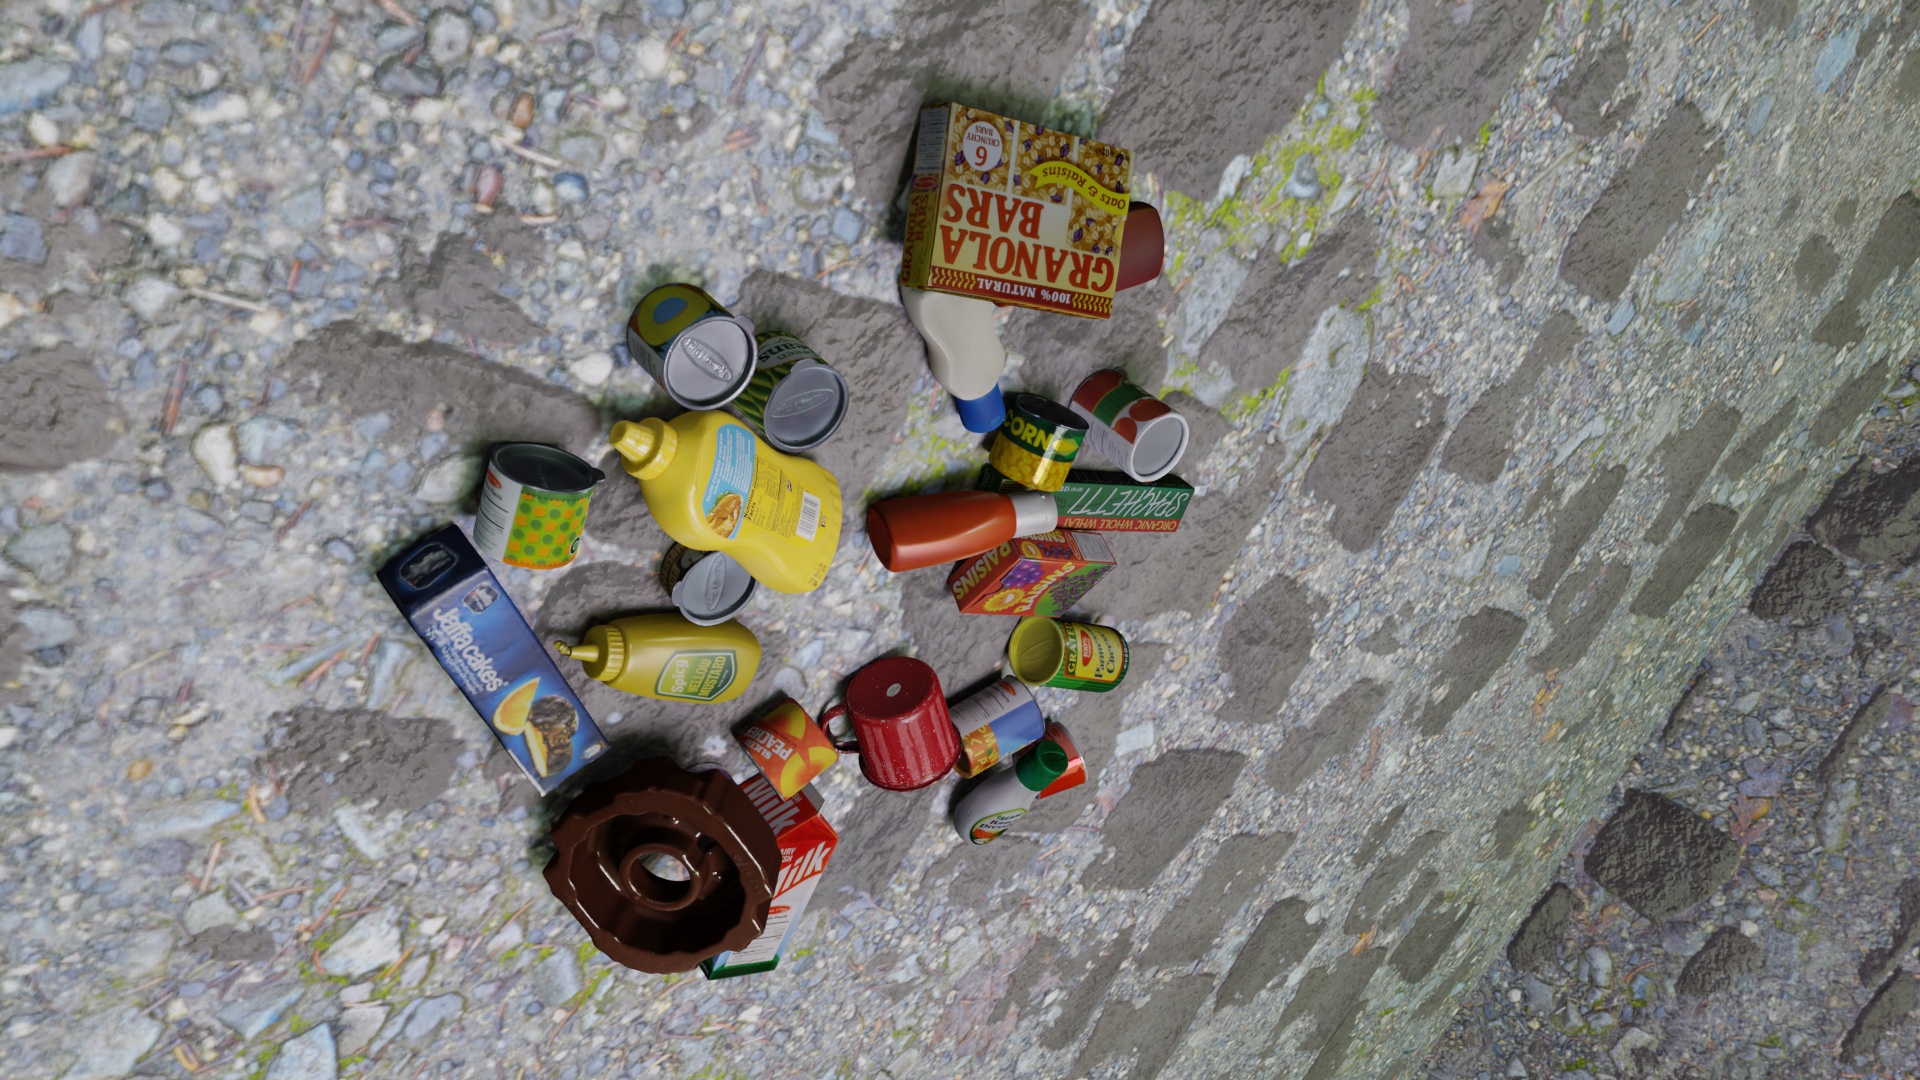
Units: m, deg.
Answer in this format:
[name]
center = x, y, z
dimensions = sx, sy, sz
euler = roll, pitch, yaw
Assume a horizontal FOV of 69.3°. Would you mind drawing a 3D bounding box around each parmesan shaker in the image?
[parmesan shaker]
center = 0.103, 0.104, 1.304
dimensions = 0.103, 0.071, 0.071
euler = 12, 112, -46

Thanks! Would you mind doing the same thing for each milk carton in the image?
[milk carton]
center = -0.169, 0.277, 1.192
dimensions = 0.073, 0.072, 0.190
euler = 8, 115, -44

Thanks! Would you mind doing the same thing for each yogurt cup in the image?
[yogurt cup]
center = 0.088, 0.221, 1.380
dimensions = 0.054, 0.072, 0.072
euler = -25, 134, -14

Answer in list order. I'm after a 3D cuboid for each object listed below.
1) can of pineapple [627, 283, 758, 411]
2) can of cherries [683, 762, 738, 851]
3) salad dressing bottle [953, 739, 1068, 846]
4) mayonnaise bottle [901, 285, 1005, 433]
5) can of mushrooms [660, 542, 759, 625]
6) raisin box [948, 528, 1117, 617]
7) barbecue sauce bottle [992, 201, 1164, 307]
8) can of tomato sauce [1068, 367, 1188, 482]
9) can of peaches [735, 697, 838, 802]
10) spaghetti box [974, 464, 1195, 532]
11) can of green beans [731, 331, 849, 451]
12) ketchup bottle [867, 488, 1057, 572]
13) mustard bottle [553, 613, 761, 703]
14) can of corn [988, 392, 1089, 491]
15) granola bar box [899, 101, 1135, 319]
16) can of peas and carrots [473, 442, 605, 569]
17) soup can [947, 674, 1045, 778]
[can of pineapple]
center = -0.172, -0.126, 0.896
dimensions = 0.071, 0.058, 0.070
euler = -23, 133, -27
[can of cherries]
center = -0.205, 0.224, 1.130
dimensions = 0.072, 0.058, 0.071
euler = -23, 133, -27
[salad dressing bottle]
center = 0.048, 0.242, 1.331
dimensions = 0.064, 0.044, 0.147
euler = 5, 141, -35
[mayonnaise bottle]
center = 0.002, -0.145, 1.047
dimensions = 0.065, 0.041, 0.147
euler = -36, 138, -16
[can of mushrooms]
center = -0.185, 0.026, 1.018
dimensions = 0.071, 0.033, 0.070
euler = -23, 133, -27
[raisin box]
center = 0.063, 0.029, 1.209
dimensions = 0.123, 0.040, 0.085
euler = 6, 141, -43
[barbecue sauce bottle]
center = 0.088, -0.214, 1.066
dimensions = 0.149, 0.044, 0.064
euler = -22, 122, -27
[can of tomato sauce]
center = 0.142, -0.098, 1.170
dimensions = 0.071, 0.083, 0.070
euler = -23, 133, -27
[can of peaches]
center = -0.142, 0.170, 1.137
dimensions = 0.058, 0.071, 0.071
euler = -37, 138, -14
[spaghetti box]
center = 0.113, -0.036, 1.233
dimensions = 0.250, 0.029, 0.050
euler = 1, 120, -41
[can of green beans]
center = -0.120, -0.103, 0.958
dimensions = 0.071, 0.058, 0.071
euler = -23, 133, -27
[ketchup bottle]
center = 0.004, -0.014, 1.109
dimensions = 0.149, 0.065, 0.043
euler = -10, 130, -21
[mustard bottle]
center = -0.224, 0.085, 1.016
dimensions = 0.160, 0.049, 0.065
euler = 7, 116, -44
[can of corn]
center = 0.062, -0.080, 1.126
dimensions = 0.071, 0.071, 0.058
euler = 4, 117, -43
[granola bar box]
center = 0.043, -0.228, 0.979
dimensions = 0.166, 0.039, 0.124
euler = 3, 98, -35
[can of peas and carrots]
center = -0.268, -0.022, 0.884
dimensions = 0.071, 0.071, 0.058
euler = 1, 120, -41
[soup can]
center = 0.026, 0.175, 1.287
dimensions = 0.084, 0.071, 0.071
euler = -27, 134, -23
